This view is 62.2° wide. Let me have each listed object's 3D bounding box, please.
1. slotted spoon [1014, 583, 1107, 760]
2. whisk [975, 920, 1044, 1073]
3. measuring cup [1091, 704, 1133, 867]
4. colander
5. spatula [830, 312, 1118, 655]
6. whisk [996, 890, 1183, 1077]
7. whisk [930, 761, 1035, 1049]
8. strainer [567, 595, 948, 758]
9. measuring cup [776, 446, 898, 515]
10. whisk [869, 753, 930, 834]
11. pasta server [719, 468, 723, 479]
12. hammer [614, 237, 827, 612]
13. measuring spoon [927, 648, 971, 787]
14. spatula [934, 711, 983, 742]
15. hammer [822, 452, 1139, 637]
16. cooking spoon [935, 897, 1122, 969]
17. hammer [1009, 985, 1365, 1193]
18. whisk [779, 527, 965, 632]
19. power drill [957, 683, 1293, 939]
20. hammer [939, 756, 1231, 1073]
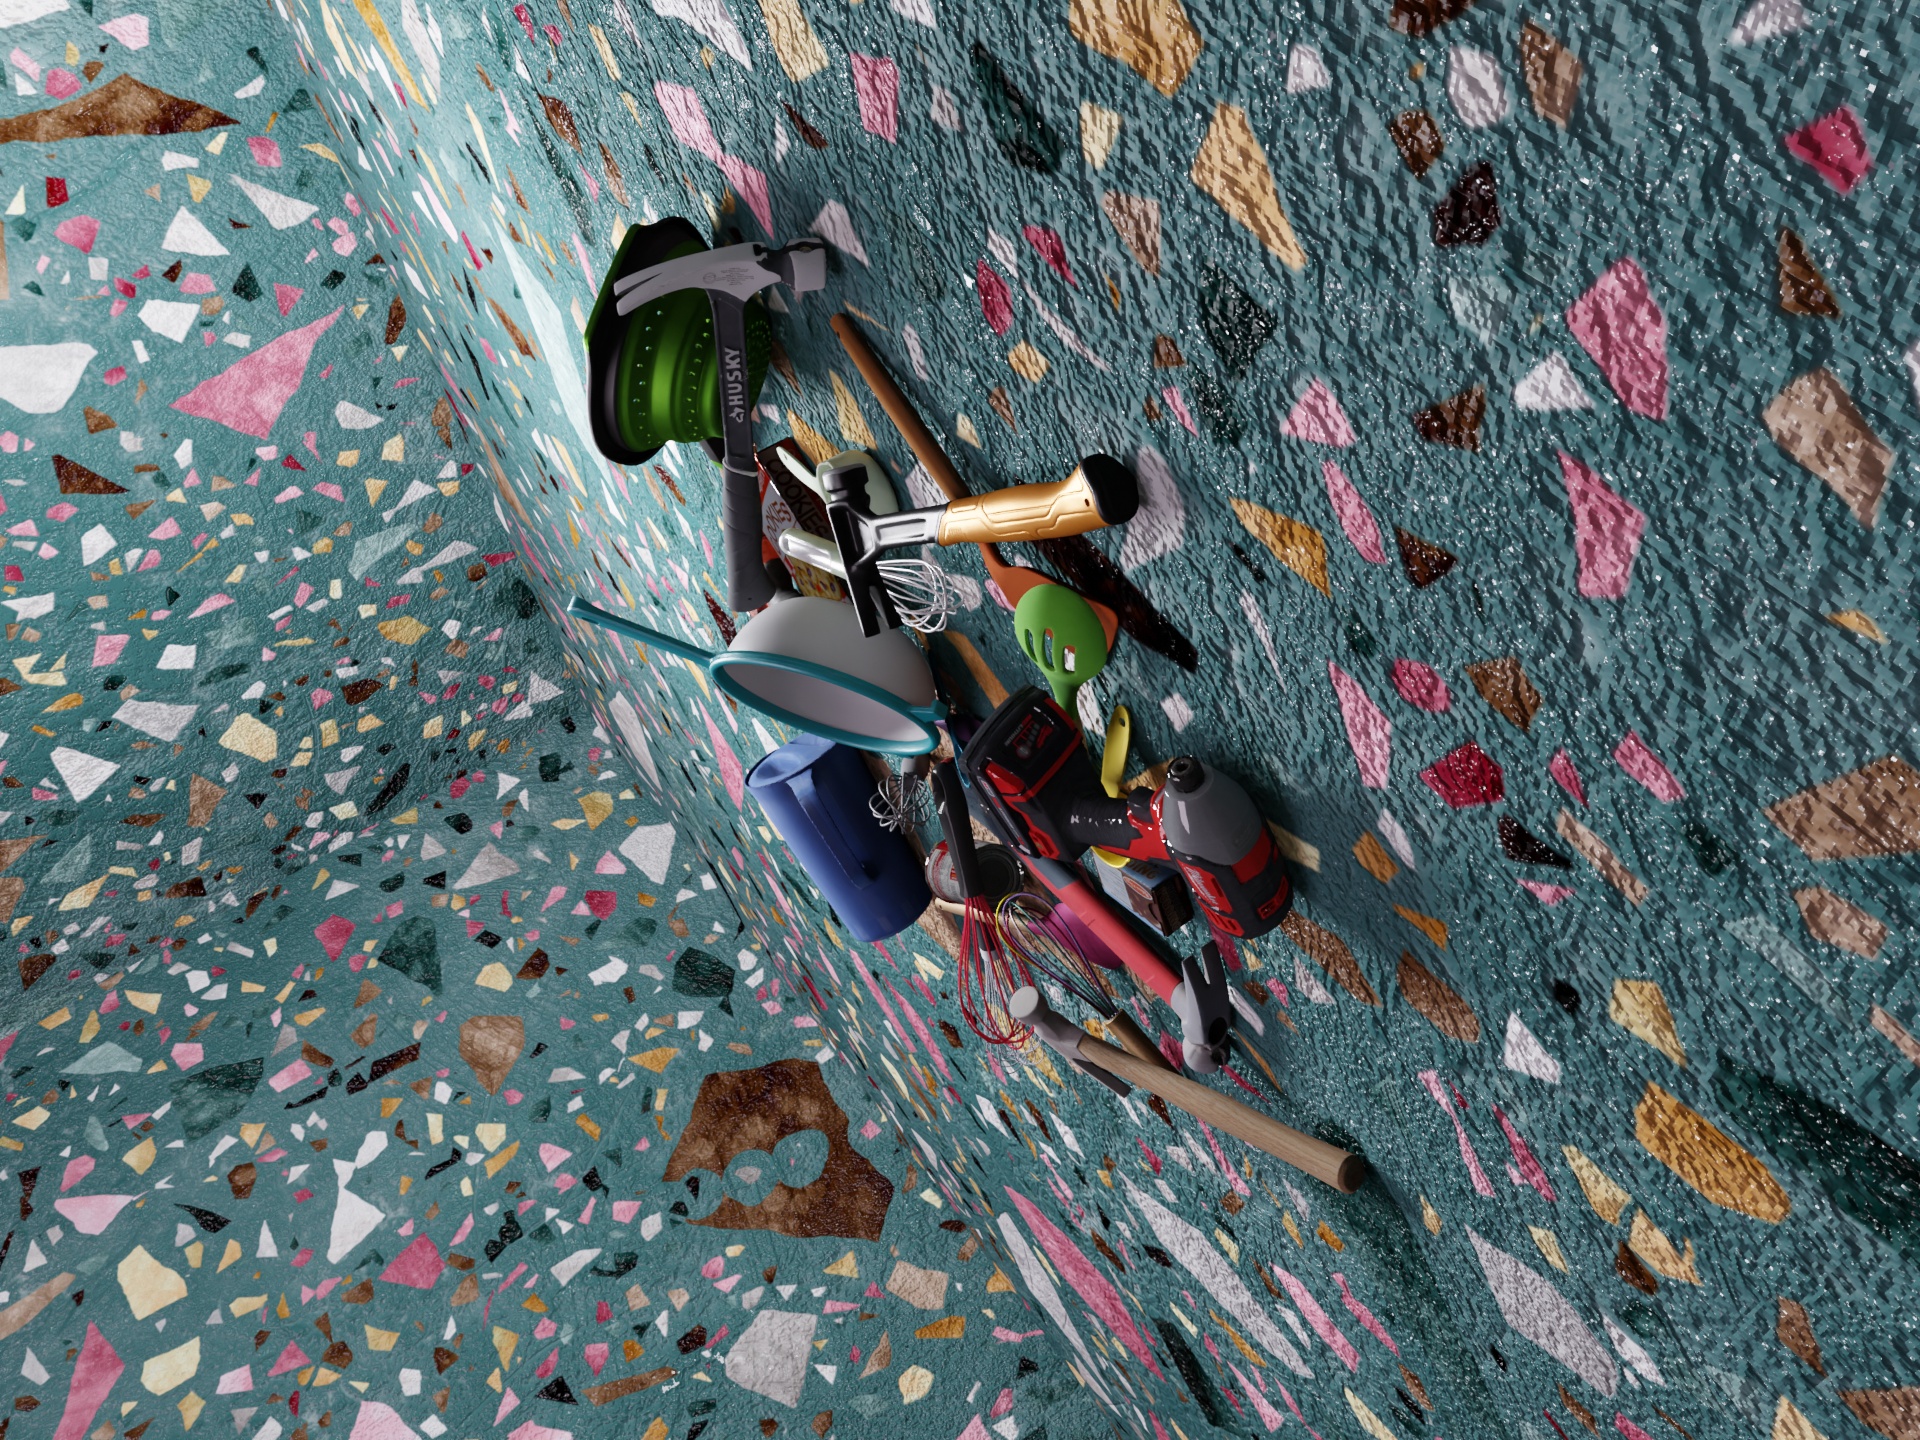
[{"bbox_3d":[0.083,0.011,1.158,0.070,0.031,0.313,21,152,23],"label":"slotted spoon"},{"bbox_3d":[0.040,0.270,1.712,0.070,0.070,0.284,36,147,51],"label":"whisk"},{"bbox_3d":[0.119,0.044,1.159,0.062,0.029,0.156,45,147,35],"label":"measuring cup"},{"bbox_3d":[-0.208,-0.281,1.373,0.094,0.204,0.397,19,172,8],"label":"colander"},{"bbox_3d":[0.001,-0.169,1.111,0.323,0.041,0.081,57,161,19],"label":"spatula"},{"bbox_3d":[0.120,0.251,1.426,0.245,0.047,0.051,48,154,0],"label":"whisk"},{"bbox_3d":[0.015,0.174,1.454,0.073,0.073,0.295,25,132,61],"label":"whisk"},{"bbox_3d":[-0.166,-0.072,1.390,0.340,0.095,0.211,21,165,-5],"label":"strainer"},{"bbox_3d":[-0.103,-0.202,1.317,0.168,0.038,0.083,42,157,48],"label":"measuring cup"},{"bbox_3d":[-0.049,0.059,1.479,0.055,0.055,0.239,61,-172,-8],"label":"whisk"},{"bbox_3d":[-0.222,-0.182,1.680,0.060,0.040,0.315,25,144,40],"label":"pasta server"},{"bbox_3d":[-0.181,-0.215,1.270,0.408,0.149,0.036,98,161,-58],"label":"hammer"},{"bbox_3d":[-0.002,-0.004,1.389,0.042,0.021,0.129,118,136,-73],"label":"measuring spoon"},{"bbox_3d":[-0.031,-0.007,1.480,0.316,0.018,0.059,31,145,55],"label":"spatula"},{"bbox_3d":[0.007,-0.124,1.051,0.337,0.034,0.127,2,109,59],"label":"hammer"},{"bbox_3d":[0.057,0.195,1.535,0.319,0.017,0.068,3,123,61],"label":"cooking spoon"},{"bbox_3d":[0.185,0.305,1.290,0.331,0.031,0.129,16,157,48],"label":"hammer"},{"bbox_3d":[-0.081,-0.124,1.316,0.247,0.059,0.057,26,129,48],"label":"whisk"},{"bbox_3d":[0.108,0.056,1.044,0.220,0.078,0.143,20,151,45],"label":"power drill"},{"bbox_3d":[0.091,0.132,1.351,0.387,0.038,0.143,42,156,42],"label":"hammer"}]
